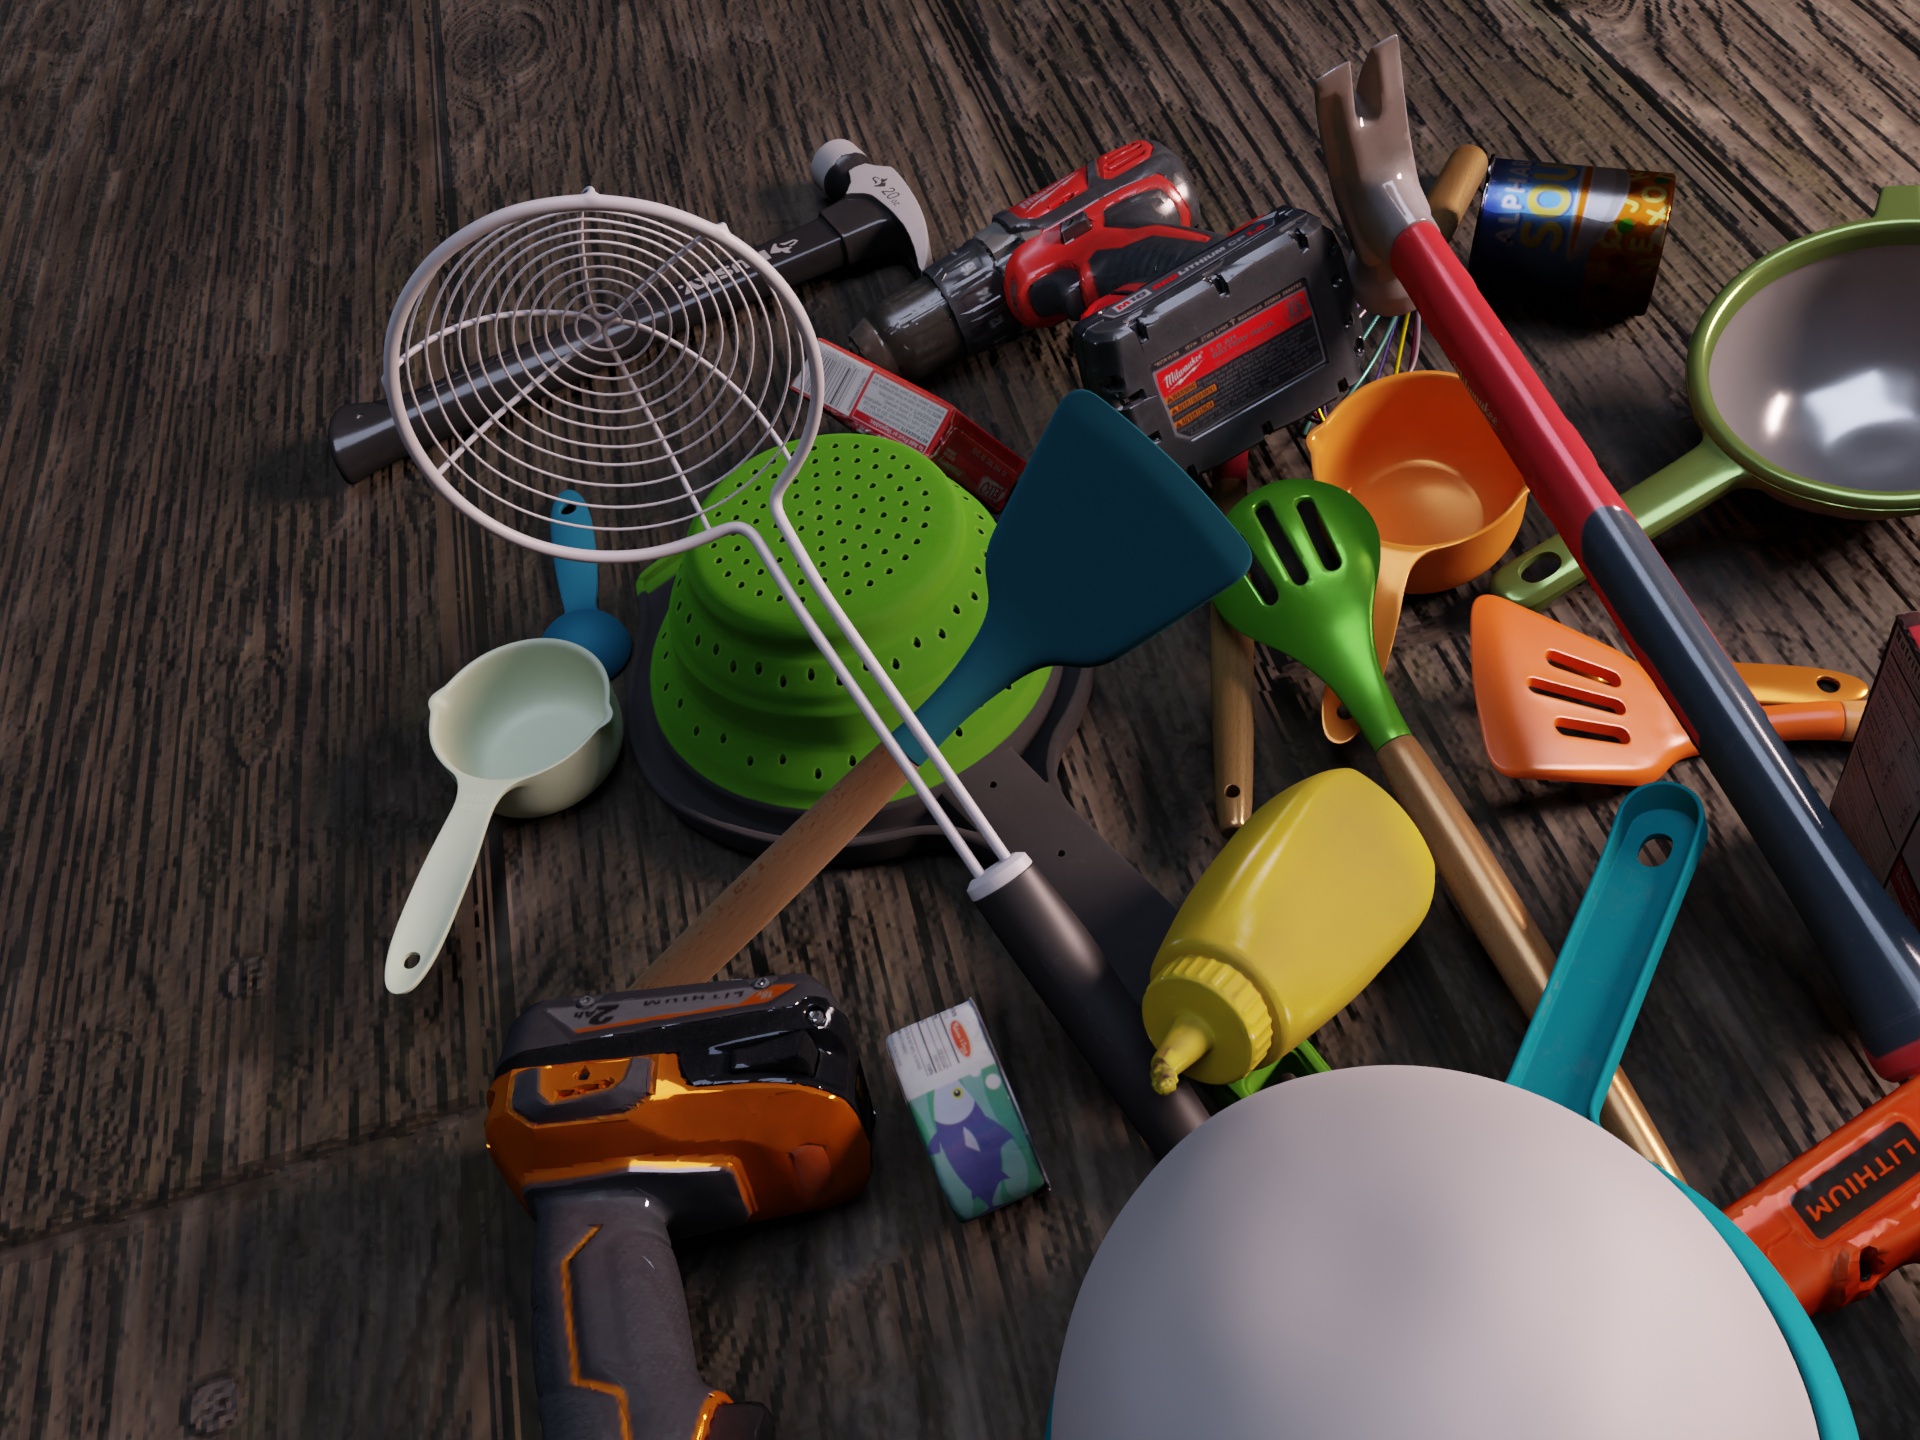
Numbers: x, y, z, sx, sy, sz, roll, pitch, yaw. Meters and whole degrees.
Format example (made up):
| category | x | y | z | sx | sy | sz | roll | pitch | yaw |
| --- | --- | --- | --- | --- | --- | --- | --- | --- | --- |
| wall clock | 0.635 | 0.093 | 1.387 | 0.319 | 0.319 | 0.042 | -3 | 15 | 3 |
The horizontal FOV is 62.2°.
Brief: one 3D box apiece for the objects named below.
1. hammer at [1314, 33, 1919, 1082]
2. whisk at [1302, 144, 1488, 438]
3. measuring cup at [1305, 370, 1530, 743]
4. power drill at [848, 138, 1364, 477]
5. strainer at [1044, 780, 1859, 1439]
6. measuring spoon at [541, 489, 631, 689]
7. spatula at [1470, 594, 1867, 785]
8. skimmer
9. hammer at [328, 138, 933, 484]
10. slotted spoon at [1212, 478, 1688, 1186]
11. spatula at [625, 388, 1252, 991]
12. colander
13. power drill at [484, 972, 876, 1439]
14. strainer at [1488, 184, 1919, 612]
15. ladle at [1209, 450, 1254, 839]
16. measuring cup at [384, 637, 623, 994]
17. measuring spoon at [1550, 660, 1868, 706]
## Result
| category | x | y | z | sx | sy | sz | roll | pitch | yaw |
| --- | --- | --- | --- | --- | --- | --- | --- | --- | --- |
| hammer | 0.226 | -0.063 | 0.548 | 0.038 | 0.143 | 0.387 | -27 | 65 | 10 |
| whisk | 0.218 | -0.211 | 0.778 | 0.047 | 0.051 | 0.245 | 30 | 55 | 4 |
| measuring cup | 0.179 | -0.060 | 0.657 | 0.095 | 0.052 | 0.174 | 14 | 71 | 20 |
| power drill | 0.056 | -0.186 | 0.731 | 0.188 | 0.080 | 0.227 | -30 | 35 | -3 |
| strainer | 0.140 | 0.119 | 0.433 | 0.211 | 0.095 | 0.340 | 9 | 50 | 39 |
| measuring spoon | -0.179 | -0.068 | 0.734 | 0.042 | 0.021 | 0.129 | -15 | 52 | -3 |
| spatula | 0.352 | -0.004 | 0.585 | 0.322 | 0.041 | 0.081 | 1 | 58 | 8 |
| skimmer | -0.030 | 0.008 | 0.486 | 0.127 | 0.363 | 0.090 | -34 | 3 | 19 |
| hammer | -0.168 | -0.204 | 0.833 | 0.335 | 0.035 | 0.146 | -27 | 52 | -12 |
| slotted spoon | 0.171 | 0.029 | 0.572 | 0.070 | 0.031 | 0.314 | -31 | 60 | 13 |
| spatula | -0.040 | 0.028 | 0.547 | 0.082 | 0.044 | 0.317 | 45 | 96 | 2 |
| colander | -0.001 | -0.002 | 0.606 | 0.204 | 0.094 | 0.397 | -33 | 54 | -17 |
| power drill | -0.073 | 0.185 | 0.459 | 0.164 | 0.084 | 0.227 | -7 | 41 | 4 |
| strainer | 0.338 | -0.104 | 0.663 | 0.256 | 0.069 | 0.152 | -32 | 53 | 5 |
| ladle | 0.116 | -0.081 | 0.689 | 0.069 | 0.031 | 0.316 | -3 | 51 | 12 |
| measuring cup | -0.188 | 0.042 | 0.641 | 0.083 | 0.038 | 0.168 | 5 | 55 | 13 |
| measuring spoon | 0.293 | -0.018 | 0.625 | 0.117 | 0.011 | 0.021 | 5 | 53 | 13 |
